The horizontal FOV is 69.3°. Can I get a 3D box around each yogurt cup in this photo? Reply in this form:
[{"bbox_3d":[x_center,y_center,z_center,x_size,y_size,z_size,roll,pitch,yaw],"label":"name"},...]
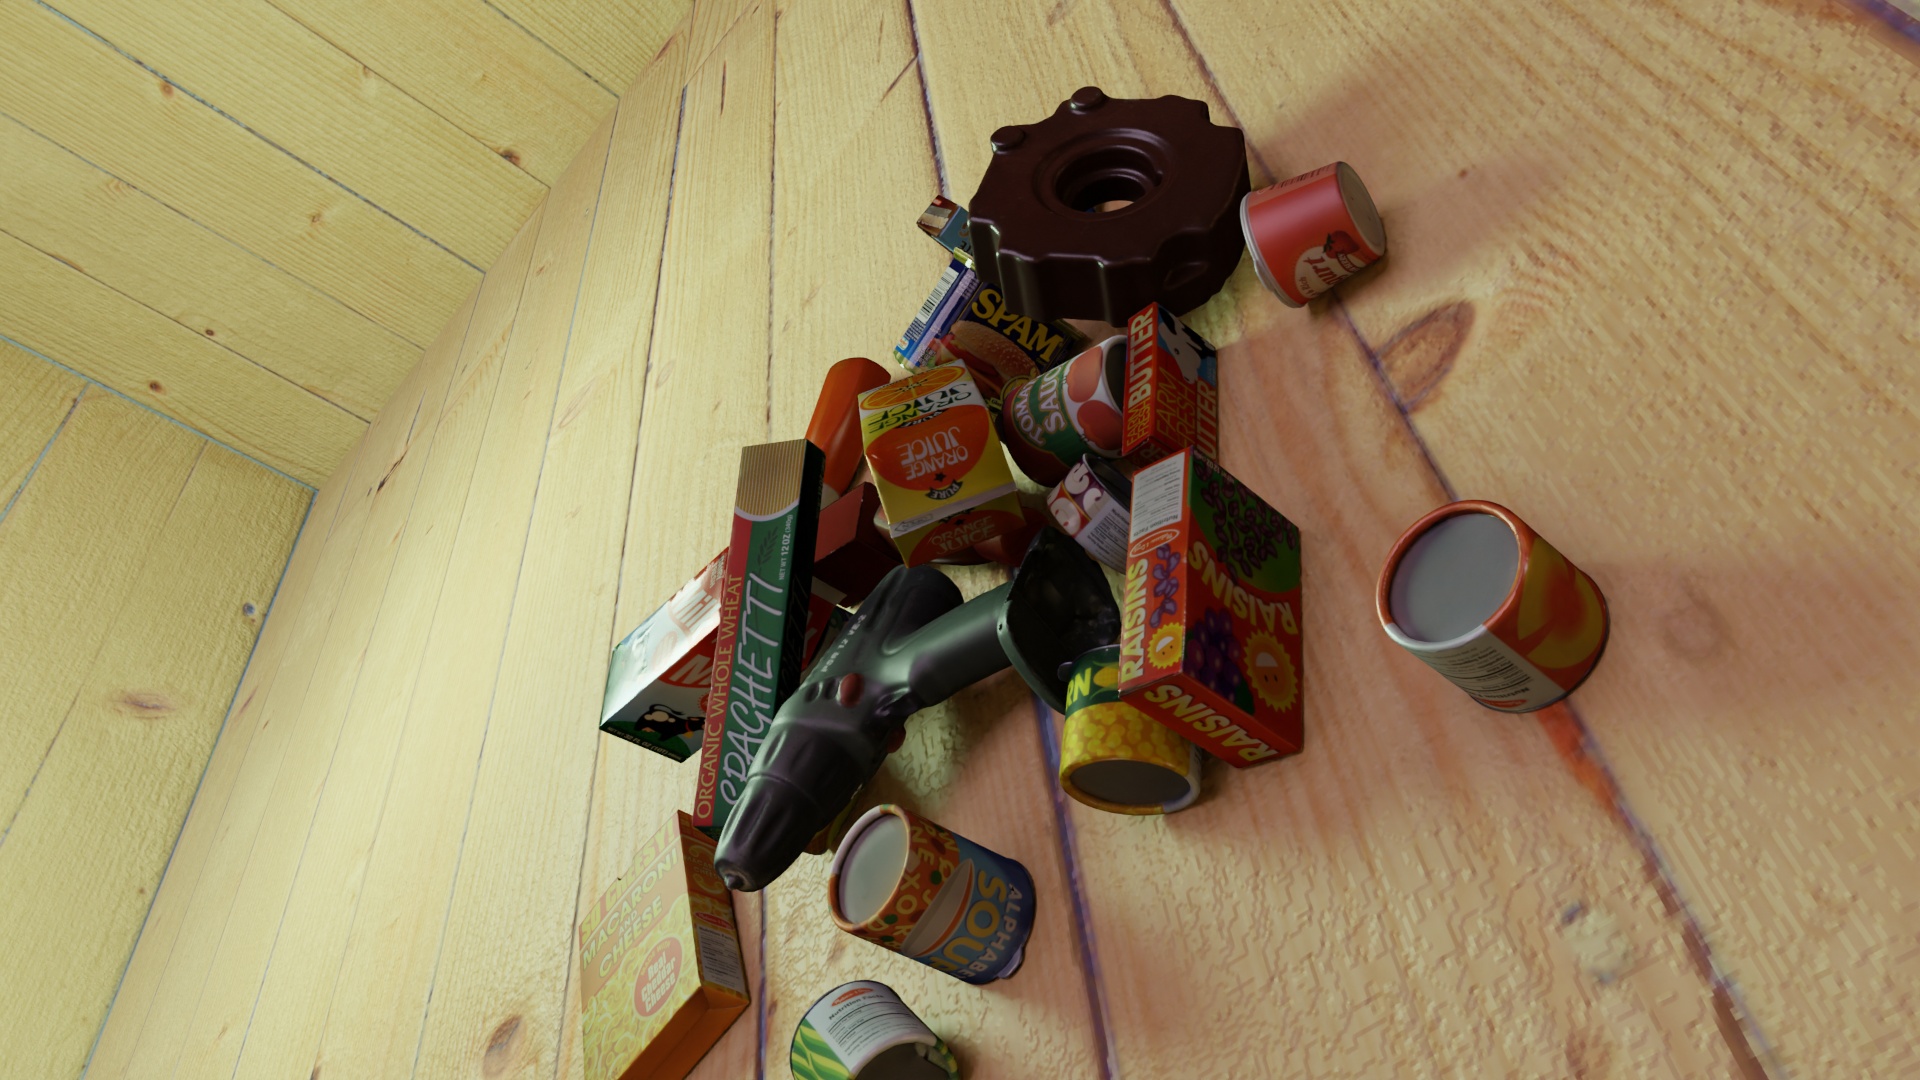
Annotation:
[{"bbox_3d":[0.188,-0.164,0.736,0.054,0.072,0.073,-23,44,34],"label":"yogurt cup"}]

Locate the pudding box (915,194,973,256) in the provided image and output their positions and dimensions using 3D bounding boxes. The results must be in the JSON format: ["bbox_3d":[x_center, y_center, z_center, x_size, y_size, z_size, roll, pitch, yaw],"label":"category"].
[{"bbox_3d":[0.013,-0.215,1.020,0.030,0.083,0.050,-54,30,7],"label":"pudding box"}]

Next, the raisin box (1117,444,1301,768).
[{"bbox_3d":[0.116,0.031,0.638,0.040,0.086,0.124,-27,42,40],"label":"raisin box"}]

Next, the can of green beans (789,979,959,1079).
[{"bbox_3d":[-0.042,0.259,0.679,0.058,0.071,0.071,19,79,59],"label":"can of green beans"}]

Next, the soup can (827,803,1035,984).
[{"bbox_3d":[-0.014,0.178,0.694,0.071,0.083,0.072,-36,37,33],"label":"soup can"}]

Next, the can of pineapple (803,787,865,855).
[{"bbox_3d":[-0.097,0.153,0.856,0.058,0.071,0.071,-59,30,0],"label":"can of pineapple"}]

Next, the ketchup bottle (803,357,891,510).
[{"bbox_3d":[-0.102,-0.071,1.095,0.064,0.043,0.149,-16,50,51],"label":"ketchup bottle"}]

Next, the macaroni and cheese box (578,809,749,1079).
[{"bbox_3d":[-0.202,0.278,0.921,0.123,0.040,0.167,-49,31,13],"label":"macaroni and cheese box"}]

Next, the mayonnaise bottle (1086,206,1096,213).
[{"bbox_3d":[0.071,-0.252,1.013,0.064,0.041,0.149,-45,33,23],"label":"mayonnaise bottle"}]

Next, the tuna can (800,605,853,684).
[{"bbox_3d":[-0.100,0.074,0.969,0.071,0.033,0.071,-36,36,33],"label":"tuna can"}]

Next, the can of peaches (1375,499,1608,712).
[{"bbox_3d":[0.206,0.023,0.540,0.071,0.058,0.071,-36,37,33],"label":"can of peaches"}]

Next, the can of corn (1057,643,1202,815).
[{"bbox_3d":[0.079,0.090,0.654,0.071,0.071,0.058,-27,42,42],"label":"can of corn"}]

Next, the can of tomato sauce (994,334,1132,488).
[{"bbox_3d":[0.074,-0.076,0.814,0.083,0.071,0.071,-25,44,43],"label":"can of tomato sauce"}]

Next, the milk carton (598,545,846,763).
[{"bbox_3d":[-0.165,0.071,0.958,0.190,0.072,0.074,-37,37,31],"label":"milk carton"}]

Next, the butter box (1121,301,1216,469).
[{"bbox_3d":[0.117,-0.079,0.771,0.024,0.053,0.104,-32,39,41],"label":"butter box"}]

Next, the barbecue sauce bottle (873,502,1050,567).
[{"bbox_3d":[0.003,-0.011,0.882,0.065,0.043,0.148,-44,27,-17],"label":"barbecue sauce bottle"}]

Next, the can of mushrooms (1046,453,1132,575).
[{"bbox_3d":[0.081,-0.015,0.752,0.033,0.071,0.071,-50,31,17],"label":"can of mushrooms"}]

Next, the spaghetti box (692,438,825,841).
[{"bbox_3d":[-0.121,0.056,0.851,0.050,0.028,0.251,-6,66,23],"label":"spaghetti box"}]

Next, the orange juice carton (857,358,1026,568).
[{"bbox_3d":[-0.012,-0.044,0.800,0.072,0.072,0.193,-20,19,1],"label":"orange juice carton"}]
